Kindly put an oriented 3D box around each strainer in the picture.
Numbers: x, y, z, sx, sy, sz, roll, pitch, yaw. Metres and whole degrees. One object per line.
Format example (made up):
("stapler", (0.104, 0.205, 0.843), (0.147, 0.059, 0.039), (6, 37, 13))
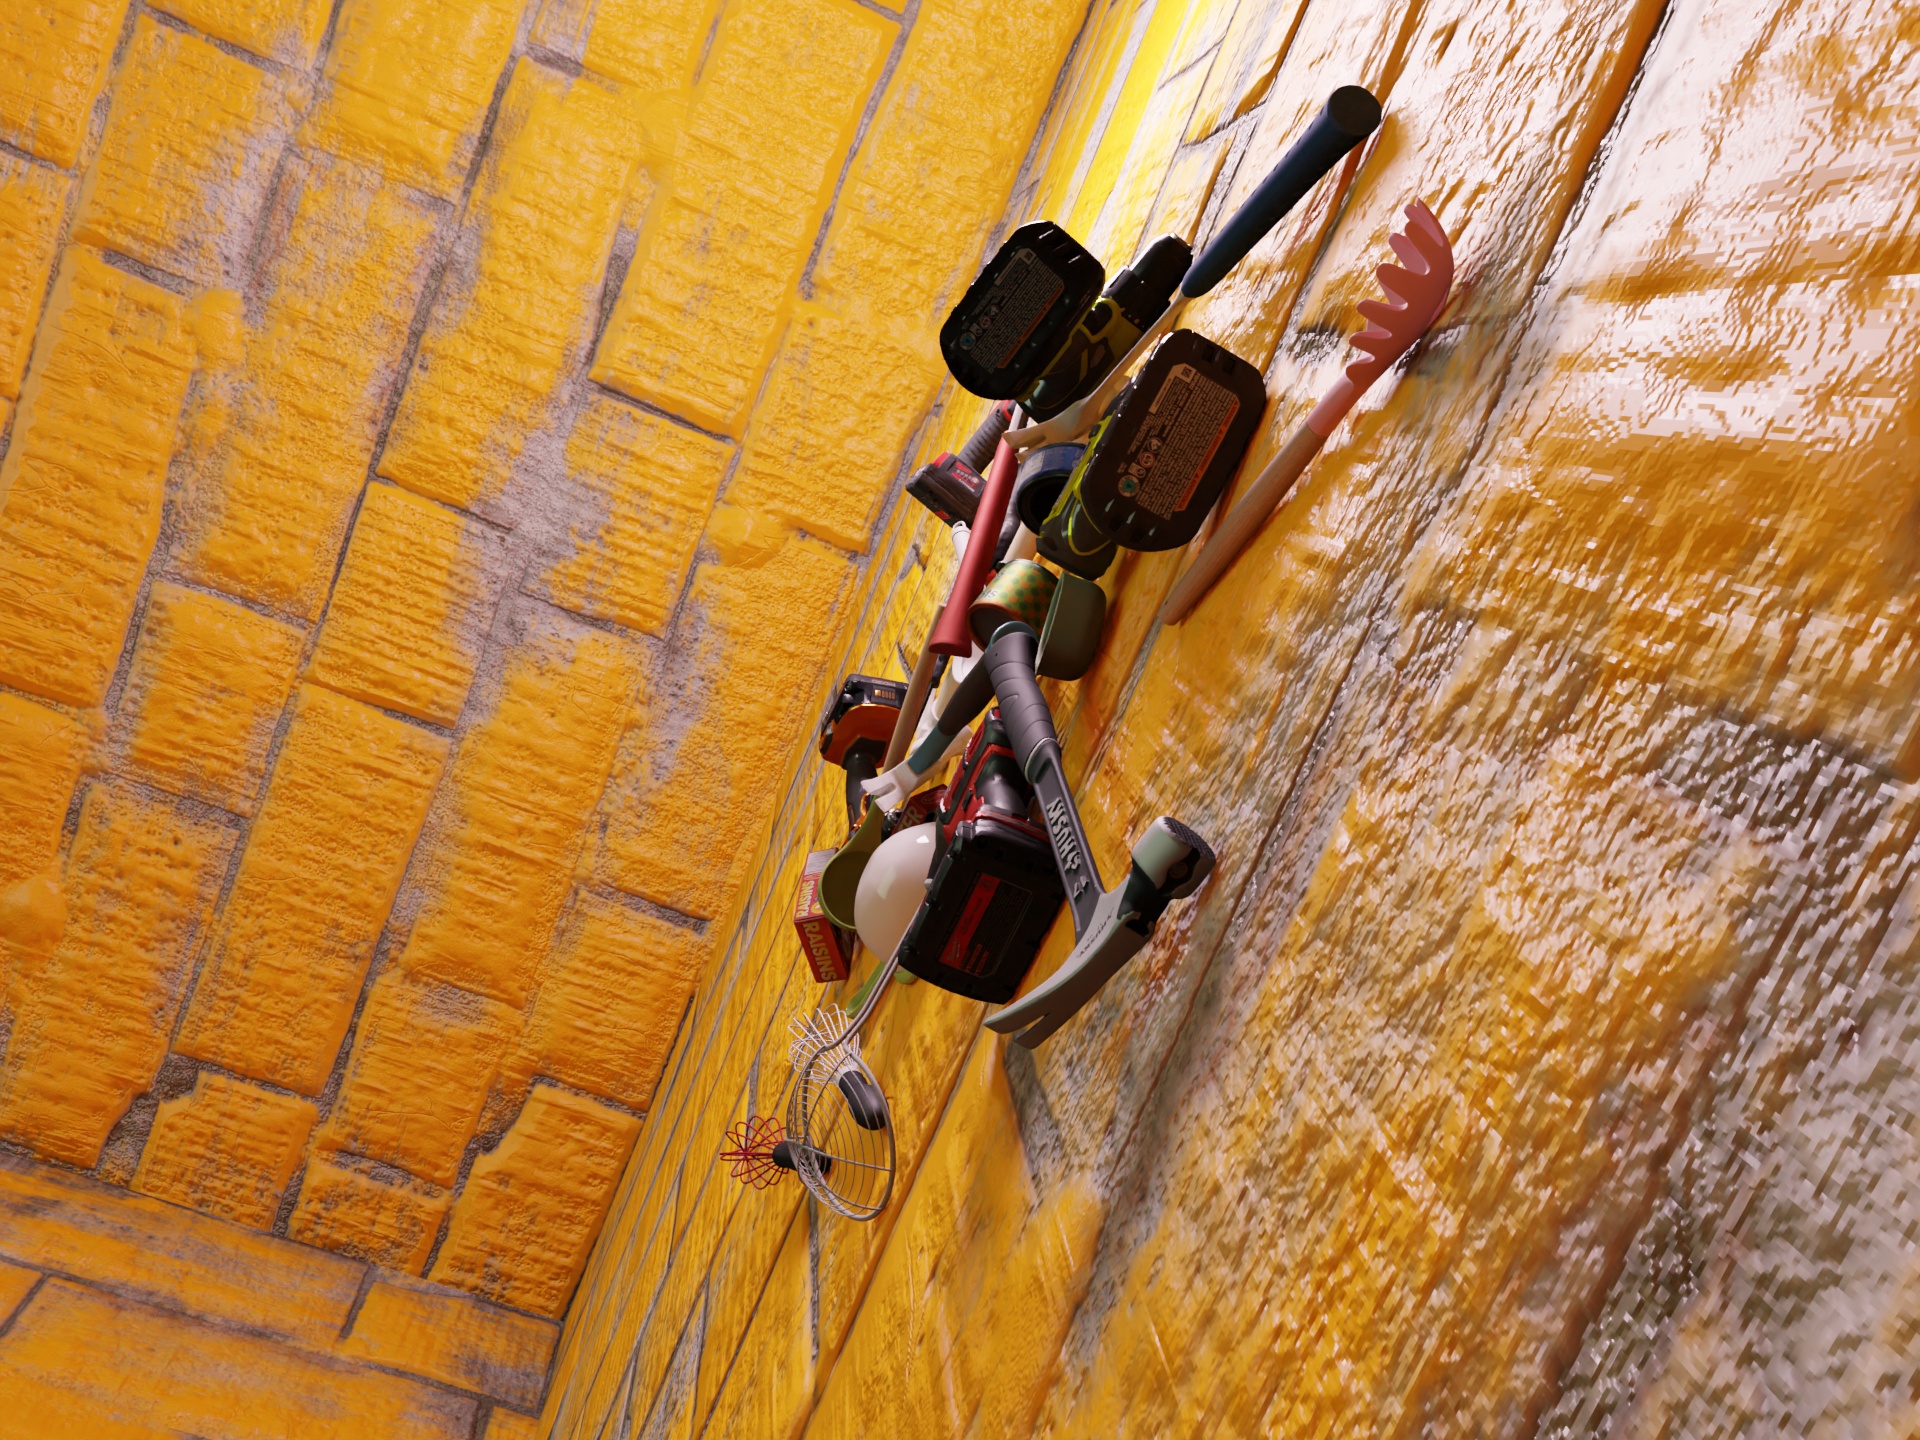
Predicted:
("strainer", (0.020, -0.106, 1.444), (0.087, 0.050, 0.259), (-38, 38, 21))
("strainer", (-0.071, 0.178, 1.388), (0.152, 0.069, 0.256), (-80, 16, -49))

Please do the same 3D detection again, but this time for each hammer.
("hammer", (0.157, -0.297, 1.122), (0.144, 0.035, 0.405), (-33, -4, -29))
("hammer", (0.047, -0.141, 1.522), (0.146, 0.038, 0.410), (-82, 17, -59))
("hammer", (0.050, 0.038, 0.951), (0.149, 0.036, 0.409), (-53, 18, 16))
("hammer", (-0.002, -0.004, 1.295), (0.128, 0.033, 0.331), (-37, -7, -24))
("hammer", (0.034, -0.215, 1.416), (0.149, 0.037, 0.359), (75, -152, -59))

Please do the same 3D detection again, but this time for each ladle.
("ladle", (-0.060, 0.046, 1.470), (0.062, 0.078, 0.320), (-130, 56, -65))

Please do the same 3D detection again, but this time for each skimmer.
("skimmer", (-0.027, 0.195, 1.214), (0.127, 0.090, 0.363), (-4, 51, 54))

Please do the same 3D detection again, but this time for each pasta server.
("pasta server", (0.170, -0.143, 0.844), (0.060, 0.040, 0.316), (-61, 2, -35))

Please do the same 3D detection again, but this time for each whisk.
("whisk", (-0.099, 0.295, 1.346), (0.070, 0.070, 0.285), (-69, 15, -3))
("whisk", (-0.169, 0.407, 1.492), (0.296, 0.073, 0.073), (-32, 38, 66))

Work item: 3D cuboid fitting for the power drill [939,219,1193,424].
("power drill", (0.093, -0.323, 1.275), (0.190, 0.080, 0.228), (-50, -16, 20))

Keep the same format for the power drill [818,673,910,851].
("power drill", (-0.090, 0.067, 1.624), (0.164, 0.084, 0.227), (124, 150, -50))

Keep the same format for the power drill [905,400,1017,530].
("power drill", (0.047, -0.307, 1.650), (0.227, 0.080, 0.188), (-52, 10, -1))

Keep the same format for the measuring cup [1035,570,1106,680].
("measuring cup", (0.077, -0.053, 1.188), (0.167, 0.038, 0.083), (103, -178, -73))

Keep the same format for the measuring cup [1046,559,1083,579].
("measuring cup", (0.088, -0.142, 1.310), (0.157, 0.029, 0.062), (-89, 22, -68))

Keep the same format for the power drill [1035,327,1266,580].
("power drill", (0.123, -0.182, 1.069), (0.171, 0.080, 0.223), (-62, 7, 1))

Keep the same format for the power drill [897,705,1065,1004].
("power drill", (0.015, 0.092, 1.095), (0.220, 0.078, 0.143), (-85, 19, -67))
